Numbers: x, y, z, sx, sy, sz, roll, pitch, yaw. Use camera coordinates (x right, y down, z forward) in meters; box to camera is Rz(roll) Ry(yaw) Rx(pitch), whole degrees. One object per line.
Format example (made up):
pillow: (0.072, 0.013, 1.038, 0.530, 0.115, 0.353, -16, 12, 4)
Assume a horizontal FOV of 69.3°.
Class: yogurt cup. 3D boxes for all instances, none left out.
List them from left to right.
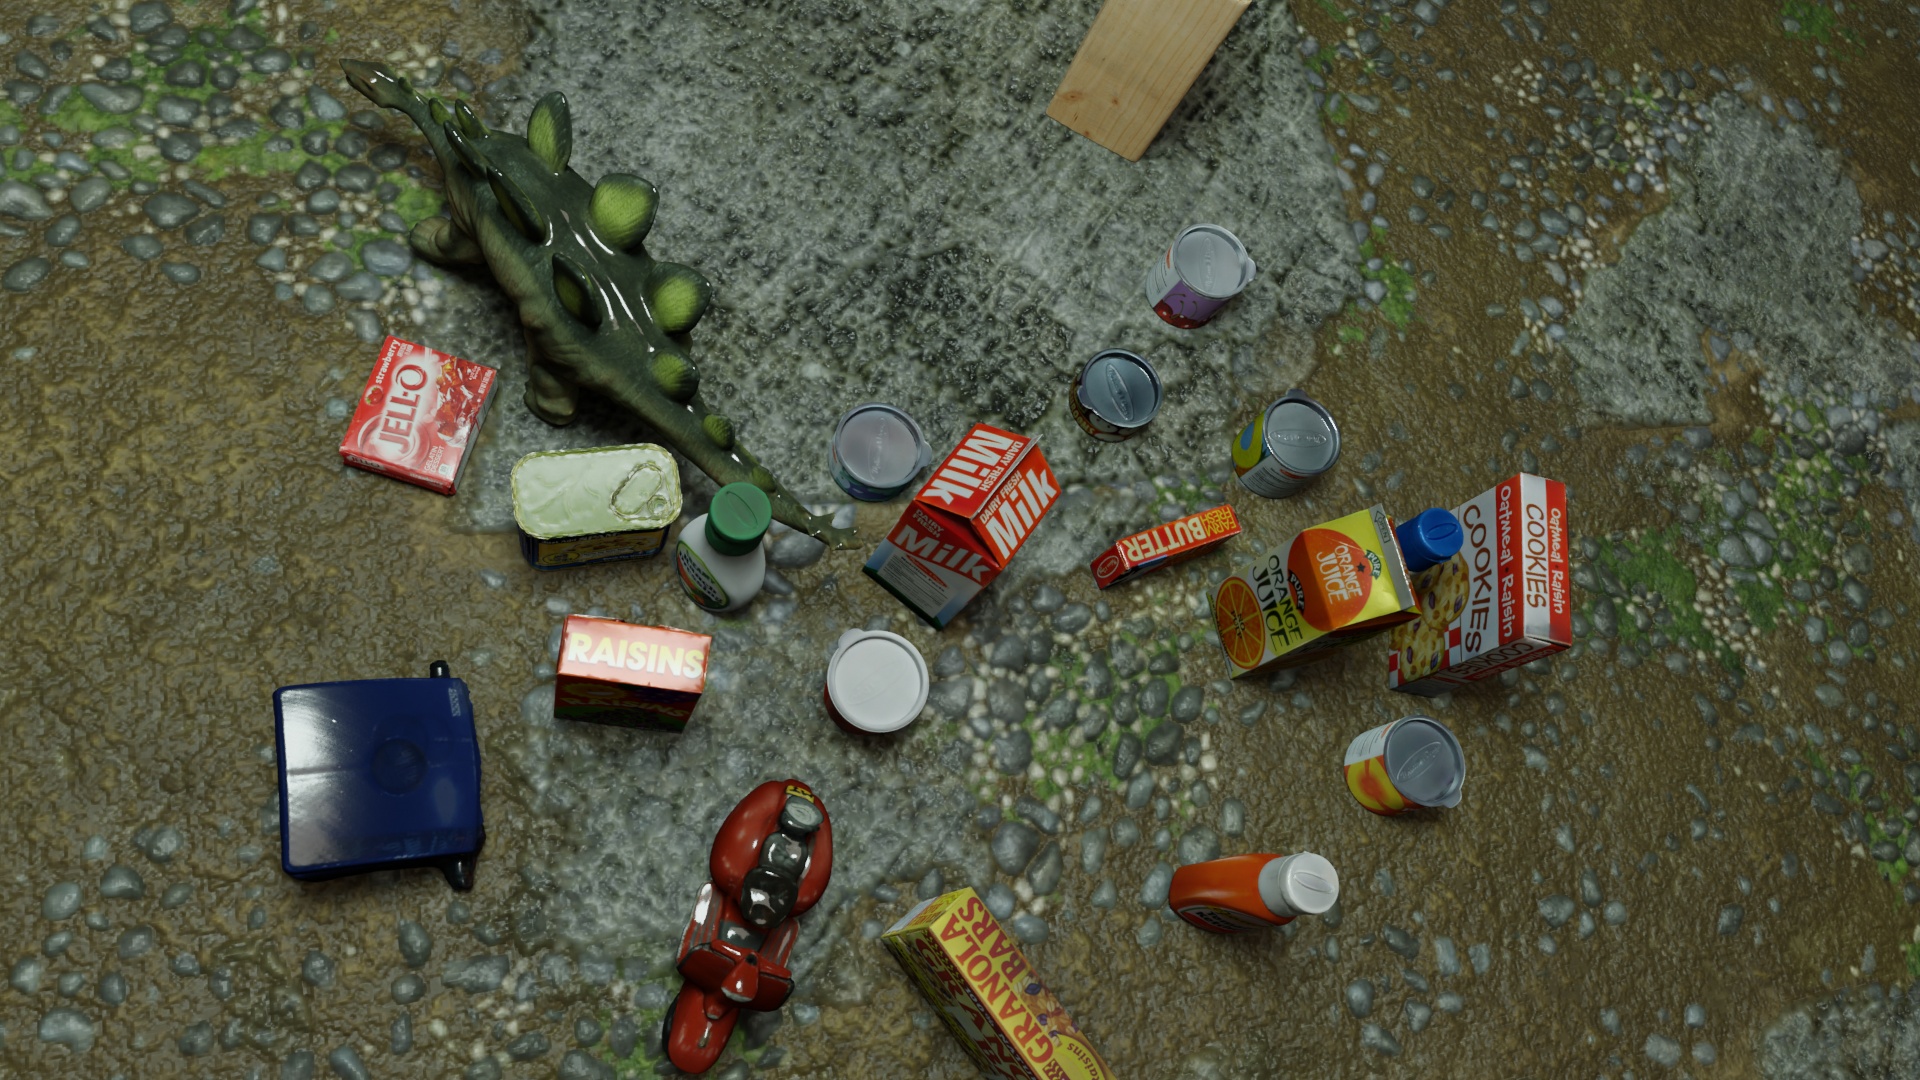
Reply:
yogurt cup: (-0.060, 0.099, 0.929, 0.072, 0.053, 0.072, 5, 70, -15)

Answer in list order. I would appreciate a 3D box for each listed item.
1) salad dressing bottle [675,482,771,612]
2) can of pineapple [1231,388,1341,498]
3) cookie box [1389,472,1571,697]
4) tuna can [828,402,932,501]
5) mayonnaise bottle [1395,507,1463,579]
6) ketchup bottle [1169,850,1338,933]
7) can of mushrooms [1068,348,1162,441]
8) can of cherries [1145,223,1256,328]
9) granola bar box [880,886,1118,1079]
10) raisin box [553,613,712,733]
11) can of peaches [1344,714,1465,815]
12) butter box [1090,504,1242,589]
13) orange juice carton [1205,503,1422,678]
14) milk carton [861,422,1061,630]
salad dressing bottle: (-0.149, 0.004, 0.884, 0.044, 0.147, 0.064, -37, 85, -24)
can of pineapple: (0.254, -0.074, 1.083, 0.071, 0.057, 0.071, 5, 70, -15)
cookie box: (0.378, 0.037, 1.022, 0.040, 0.166, 0.123, 12, 69, -13)
tuna can: (-0.058, -0.063, 0.998, 0.071, 0.032, 0.071, 5, 70, -15)
mayonnaise bottle: (0.310, 0.016, 1.019, 0.065, 0.147, 0.041, -17, 77, -21)
ketchup bottle: (0.194, 0.229, 0.909, 0.065, 0.148, 0.044, 21, 67, -9)
can of mushrooms: (0.117, -0.111, 1.068, 0.071, 0.033, 0.071, 5, 70, -15)
can of cherries: (0.191, -0.209, 1.111, 0.071, 0.058, 0.071, 5, 70, -15)
granola bar box: (0.026, 0.294, 0.848, 0.039, 0.123, 0.165, -36, 85, -24)
raisin box: (-0.203, 0.084, 0.853, 0.086, 0.123, 0.040, 10, 69, -13)
can of peaches: (0.326, 0.168, 1.020, 0.071, 0.058, 0.071, 5, 70, -15)
butter box: (0.152, 0.004, 1.027, 0.104, 0.053, 0.024, -18, 78, -22)
orange juice carton: (0.252, 0.038, 0.970, 0.073, 0.192, 0.072, -8, 74, -19)
milk carton: (0.003, -0.011, 0.912, 0.073, 0.190, 0.072, 39, 66, -1)
